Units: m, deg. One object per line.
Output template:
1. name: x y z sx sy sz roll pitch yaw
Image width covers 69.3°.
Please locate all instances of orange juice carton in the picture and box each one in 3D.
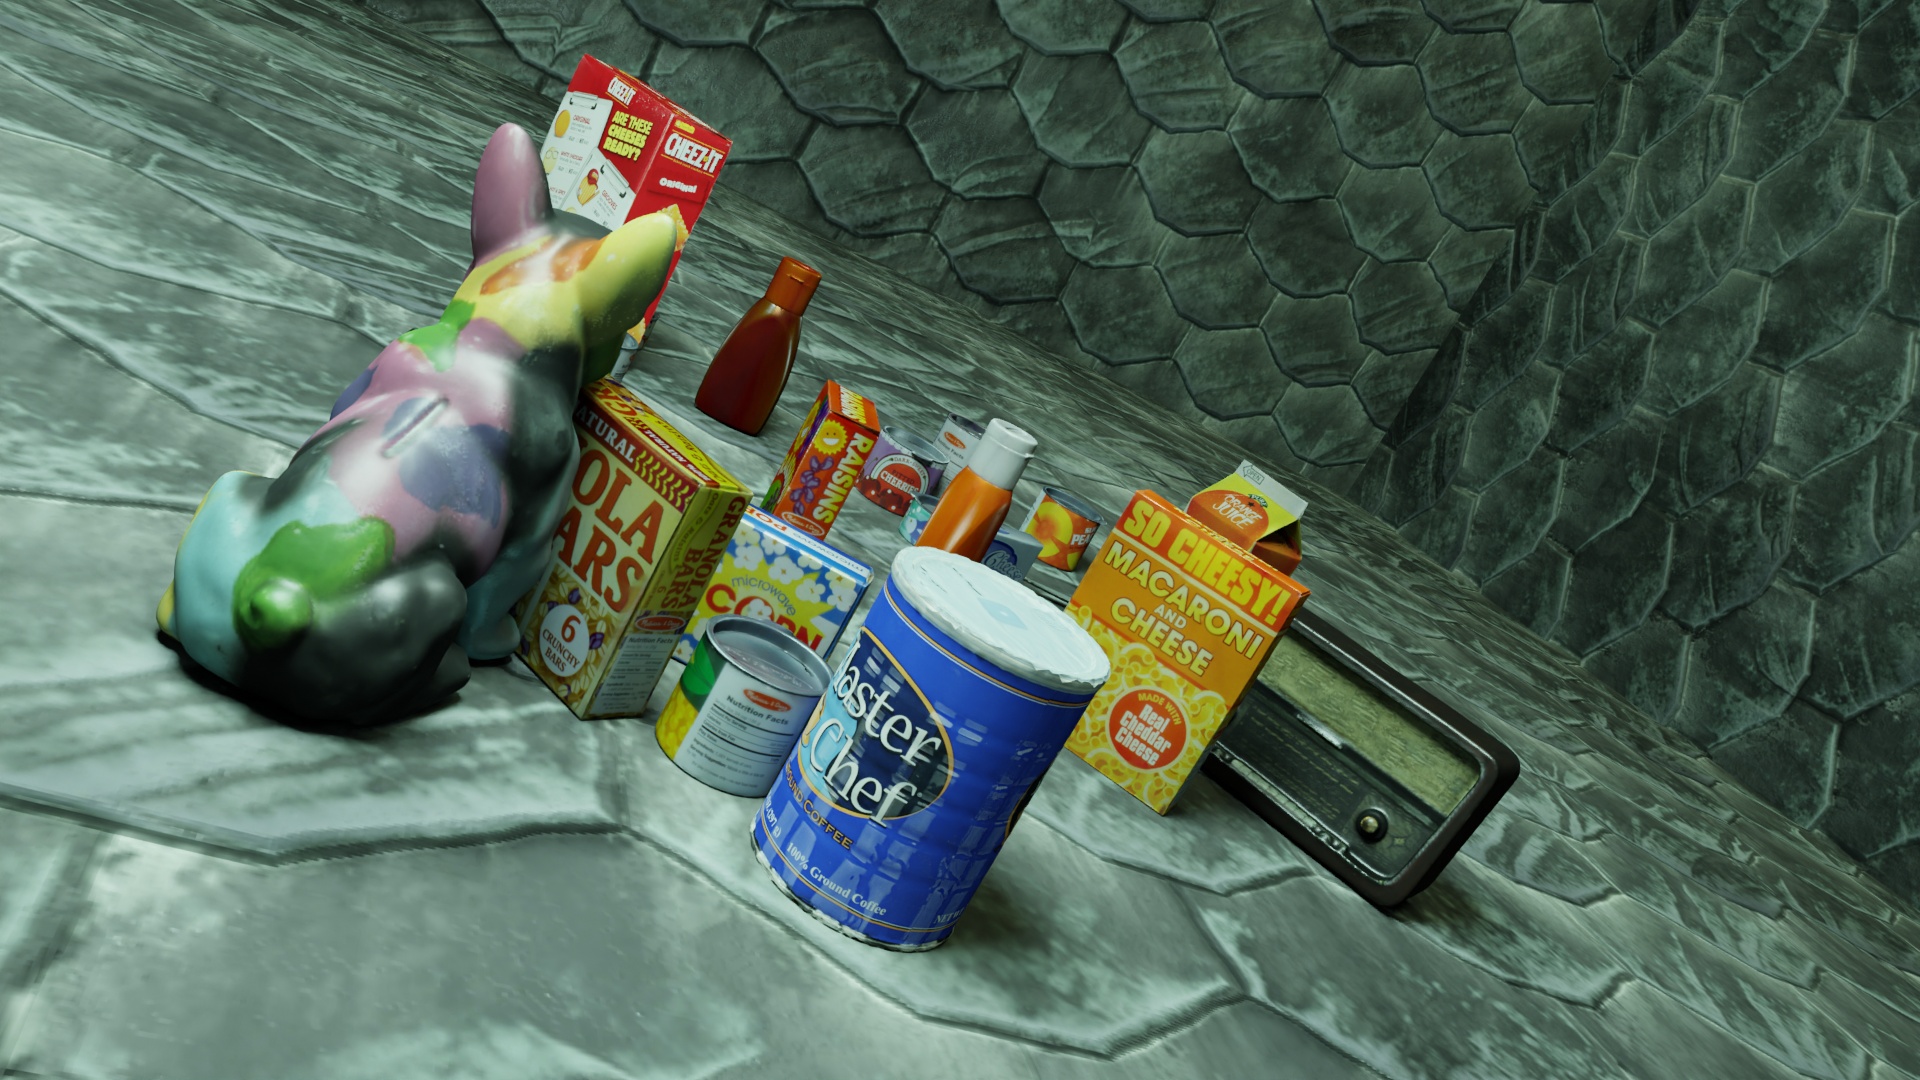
1. orange juice carton: 0.198 0.035 1.093 0.073 0.192 0.072 15 19 -46

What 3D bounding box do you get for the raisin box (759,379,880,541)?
1. raisin box: -0.097 -0.035 0.902 0.040 0.123 0.086 26 14 -14

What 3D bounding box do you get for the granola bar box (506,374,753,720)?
1. granola bar box: -0.187 -0.014 0.652 0.166 0.124 0.039 37 15 28

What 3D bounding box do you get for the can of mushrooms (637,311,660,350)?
1. can of mushrooms: -0.308 -0.201 1.255 0.071 0.033 0.071 28 14 -7

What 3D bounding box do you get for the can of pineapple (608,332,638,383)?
1. can of pineapple: -0.281 -0.134 1.022 0.071 0.057 0.071 28 14 -7

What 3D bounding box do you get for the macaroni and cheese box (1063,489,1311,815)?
1. macaroni and cheese box: 0.124 0.069 0.883 0.124 0.166 0.040 34 14 18

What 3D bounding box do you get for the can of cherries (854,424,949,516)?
1. can of cherries: -0.052 -0.059 1.210 0.071 0.058 0.072 28 14 -7

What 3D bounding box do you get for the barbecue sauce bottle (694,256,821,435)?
1. barbecue sauce bottle: -0.166 -0.166 1.174 0.065 0.148 0.044 27 14 -11

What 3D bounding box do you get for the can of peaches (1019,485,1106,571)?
1. can of peaches: 0.096 -0.010 1.328 0.071 0.058 0.071 28 14 -7

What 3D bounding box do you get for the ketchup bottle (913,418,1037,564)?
1. ketchup bottle: 0.003 -0.012 0.967 0.043 0.148 0.065 35 14 21

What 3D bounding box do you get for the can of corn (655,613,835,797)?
1. can of corn: -0.100 0.075 0.645 0.071 0.058 0.071 28 14 -7

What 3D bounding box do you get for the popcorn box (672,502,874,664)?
1. popcorn box: -0.120 0.025 0.725 0.127 0.085 0.038 28 13 -4

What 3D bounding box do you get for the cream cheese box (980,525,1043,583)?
1. cream cheese box: 0.014 0.011 1.104 0.104 0.053 0.024 17 18 -41

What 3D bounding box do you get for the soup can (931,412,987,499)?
1. soup can: 0.000 -0.065 1.278 0.071 0.083 0.071 28 14 -7

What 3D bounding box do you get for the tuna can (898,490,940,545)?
1. tuna can: -0.018 -0.010 1.157 0.071 0.032 0.071 28 14 -7
